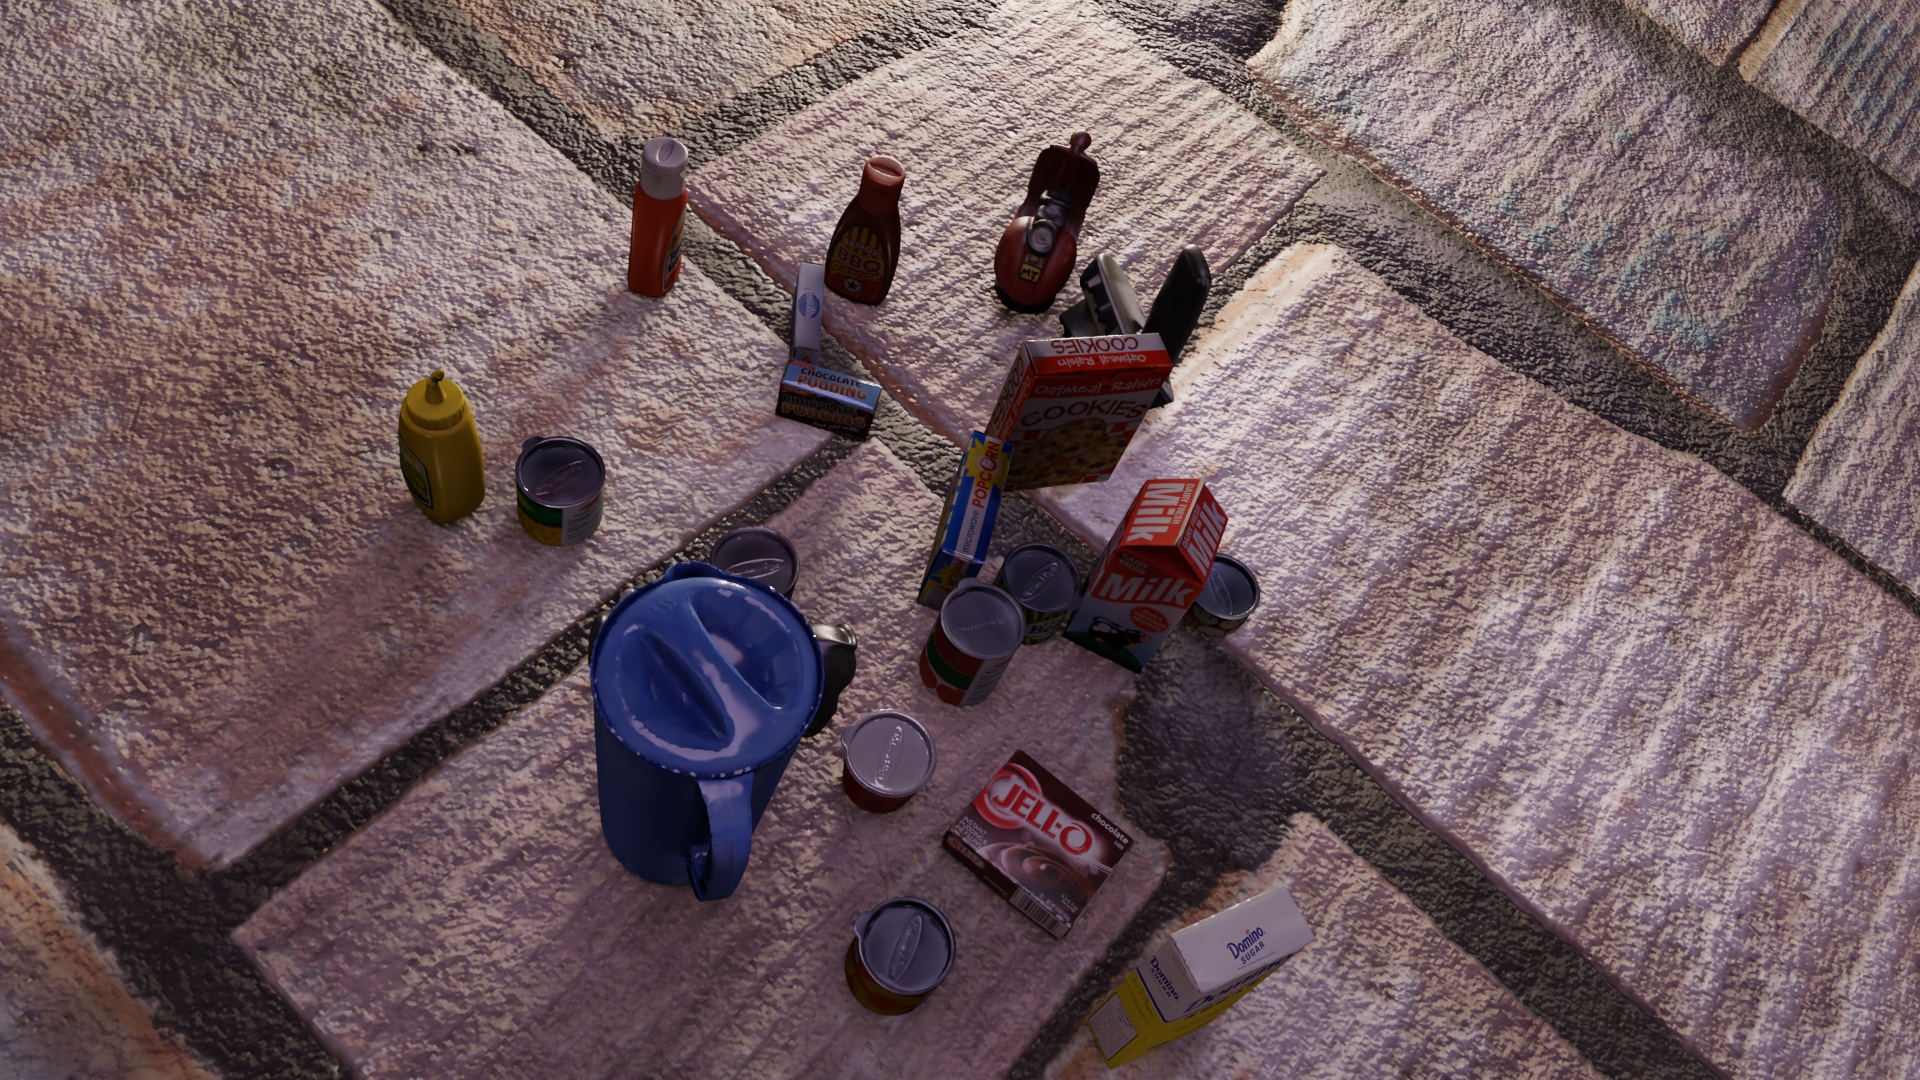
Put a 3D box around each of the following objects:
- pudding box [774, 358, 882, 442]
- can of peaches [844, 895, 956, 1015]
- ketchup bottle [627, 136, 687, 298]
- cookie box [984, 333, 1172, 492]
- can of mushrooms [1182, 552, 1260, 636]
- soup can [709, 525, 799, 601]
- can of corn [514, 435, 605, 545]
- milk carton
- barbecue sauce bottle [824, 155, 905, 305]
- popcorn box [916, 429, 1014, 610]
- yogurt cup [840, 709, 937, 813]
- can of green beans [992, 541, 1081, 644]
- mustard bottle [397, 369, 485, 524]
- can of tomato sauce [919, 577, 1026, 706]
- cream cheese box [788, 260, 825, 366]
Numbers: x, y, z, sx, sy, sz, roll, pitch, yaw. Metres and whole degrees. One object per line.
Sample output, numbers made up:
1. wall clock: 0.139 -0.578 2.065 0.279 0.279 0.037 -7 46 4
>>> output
1. pudding box: -0.113 -0.120 1.191 0.084 0.049 0.030 17 55 -5
2. can of peaches: -0.044 0.281 0.941 0.071 0.057 0.071 8 56 -11
3. ketchup bottle: -0.259 -0.279 1.192 0.043 0.148 0.065 18 55 -4
4. cookie box: 0.091 -0.104 1.168 0.123 0.166 0.040 -7 60 -20
5. can of mushrooms: 0.217 0.047 1.187 0.071 0.033 0.071 8 56 -11
6. soup can: -0.160 0.040 1.050 0.071 0.083 0.072 8 56 -11
7. can of corn: -0.311 -0.039 1.074 0.071 0.058 0.071 8 56 -11
8. milk carton: 0.149 0.021 1.088 0.073 0.189 0.073 26 54 1
9. barbecue sauce bottle: -0.081 -0.278 1.244 0.065 0.147 0.044 22 54 -1
10. popcorn box: 0.004 -0.014 1.134 0.038 0.084 0.127 18 54 -4
11. yogurt cup: -0.055 0.165 1.017 0.072 0.053 0.073 8 56 -11
12. can of green beans: 0.058 0.043 1.128 0.071 0.057 0.071 8 56 -11
13. mustard bottle: -0.382 -0.075 1.015 0.049 0.159 0.065 -33 72 -31
14. can of tomato sauce: 0.007 0.080 1.074 0.071 0.082 0.071 8 56 -11
15. cream cheese box: -0.137 -0.191 1.229 0.024 0.053 0.104 7 56 -12
